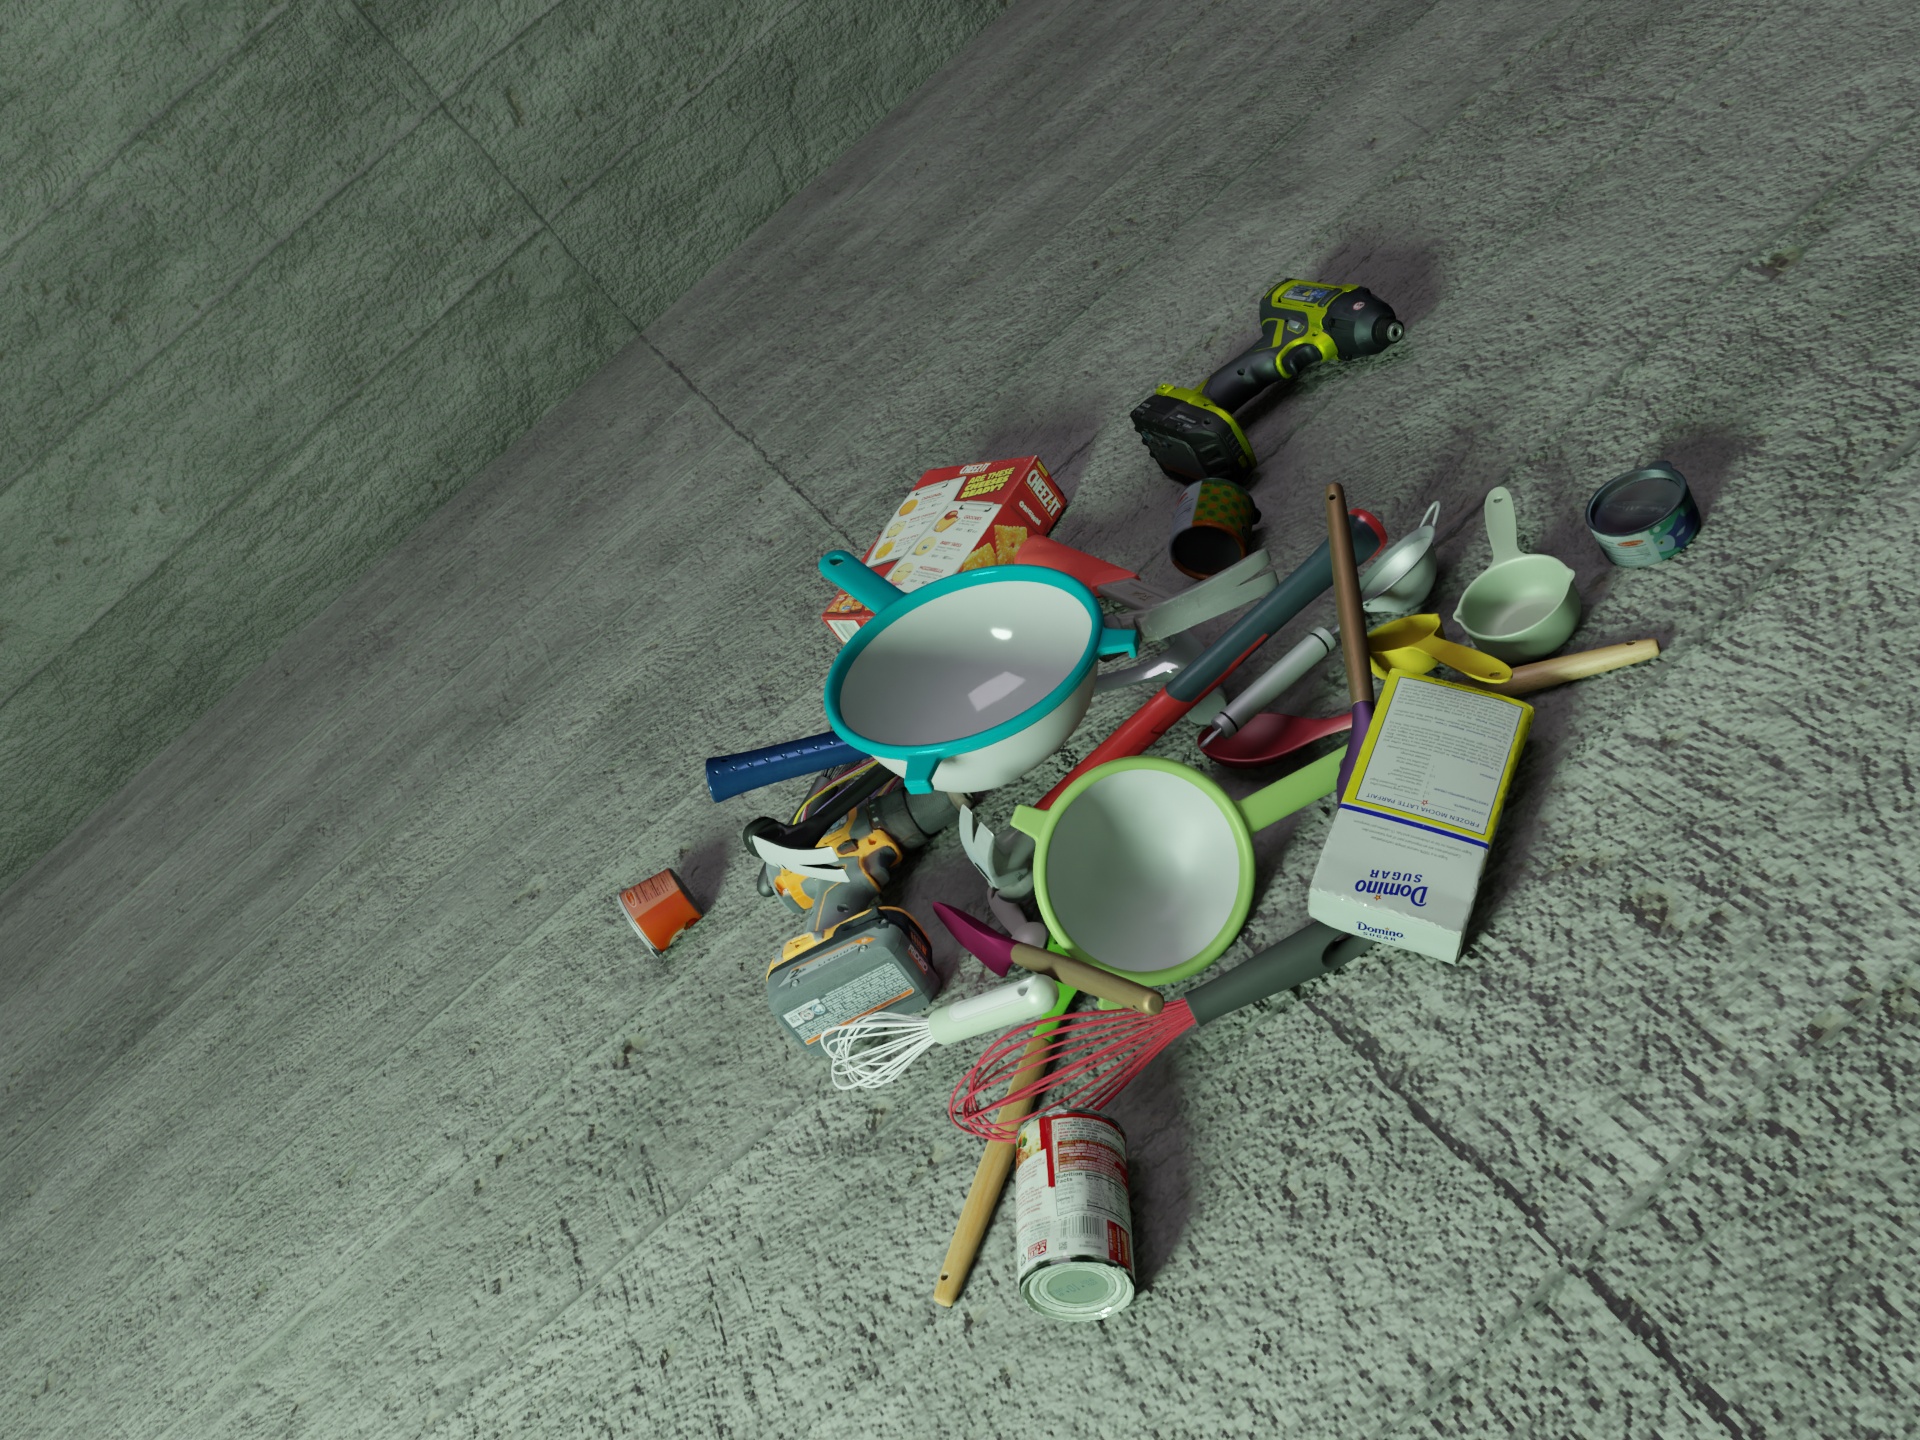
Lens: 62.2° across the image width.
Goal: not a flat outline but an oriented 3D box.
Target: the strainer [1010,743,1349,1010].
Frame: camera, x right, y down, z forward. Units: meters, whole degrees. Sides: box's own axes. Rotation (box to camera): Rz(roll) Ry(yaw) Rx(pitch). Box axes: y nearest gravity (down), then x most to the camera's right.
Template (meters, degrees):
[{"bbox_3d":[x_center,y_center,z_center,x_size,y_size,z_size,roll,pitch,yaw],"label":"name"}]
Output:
[{"bbox_3d":[0.163,0.077,1.080,0.256,0.151,0.069,-26,1,-11],"label":"strainer"}]

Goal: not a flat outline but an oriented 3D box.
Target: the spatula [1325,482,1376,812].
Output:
[{"bbox_3d":[0.273,-0.033,1.080,0.060,0.018,0.316,-16,56,26],"label":"spatula"}]

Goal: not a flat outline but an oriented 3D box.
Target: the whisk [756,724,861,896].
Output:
[{"bbox_3d":[-0.123,0.056,1.442,0.055,0.055,0.239,0,54,47],"label":"whisk"}]

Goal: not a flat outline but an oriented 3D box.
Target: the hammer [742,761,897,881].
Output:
[{"bbox_3d":[-0.024,0.014,1.319,0.337,0.034,0.127,-40,28,-27],"label":"hammer"}]

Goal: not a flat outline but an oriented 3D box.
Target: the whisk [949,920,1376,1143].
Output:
[{"bbox_3d":[0.126,0.188,0.990,0.296,0.073,0.073,-27,33,6],"label":"whisk"}]

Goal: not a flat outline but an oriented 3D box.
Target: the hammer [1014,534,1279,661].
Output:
[{"bbox_3d":[0.126,-0.122,1.334,0.149,0.036,0.359,-24,18,-8],"label":"hammer"}]

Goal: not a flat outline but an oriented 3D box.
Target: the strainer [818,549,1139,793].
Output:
[{"bbox_3d":[-0.017,-0.041,1.212,0.211,0.095,0.341,-33,36,-13],"label":"strainer"}]

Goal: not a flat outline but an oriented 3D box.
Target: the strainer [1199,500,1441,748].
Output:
[{"bbox_3d":[0.268,-0.061,1.148,0.258,0.050,0.087,-40,5,-10],"label":"strainer"}]

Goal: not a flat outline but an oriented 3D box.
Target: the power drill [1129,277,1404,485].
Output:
[{"bbox_3d":[0.278,-0.309,1.433,0.223,0.080,0.171,-41,31,-6],"label":"power drill"}]

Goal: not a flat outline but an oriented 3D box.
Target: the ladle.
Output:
[{"bbox_3d":[0.309,-0.011,1.081,0.315,0.031,0.069,-15,23,32],"label":"ladle"}]

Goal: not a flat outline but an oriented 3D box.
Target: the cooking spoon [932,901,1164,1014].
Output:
[{"bbox_3d":[0.051,0.158,1.051,0.017,0.068,0.319,-41,16,-16],"label":"cooking spoon"}]

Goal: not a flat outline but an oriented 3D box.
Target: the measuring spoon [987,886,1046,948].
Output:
[{"bbox_3d":[0.034,0.145,1.172,0.034,0.018,0.124,-62,21,8],"label":"measuring spoon"}]

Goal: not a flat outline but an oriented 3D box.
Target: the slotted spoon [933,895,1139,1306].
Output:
[{"bbox_3d":[0.047,0.237,1.059,0.070,0.031,0.314,-7,46,42],"label":"slotted spoon"}]

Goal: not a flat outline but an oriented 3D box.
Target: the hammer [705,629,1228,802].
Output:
[{"bbox_3d":[-0.002,-0.004,1.263,0.405,0.035,0.144,-14,35,2],"label":"hammer"}]

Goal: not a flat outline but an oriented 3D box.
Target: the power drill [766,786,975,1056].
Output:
[{"bbox_3d":[-0.067,0.137,1.254,0.185,0.084,0.226,-28,29,12],"label":"power drill"}]

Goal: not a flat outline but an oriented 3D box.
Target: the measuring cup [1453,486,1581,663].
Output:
[{"bbox_3d":[0.385,-0.103,1.103,0.083,0.038,0.168,-22,35,28],"label":"measuring cup"}]

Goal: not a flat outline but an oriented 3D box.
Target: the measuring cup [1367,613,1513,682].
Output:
[{"bbox_3d":[0.324,-0.037,1.066,0.062,0.029,0.157,-27,21,-7],"label":"measuring cup"}]

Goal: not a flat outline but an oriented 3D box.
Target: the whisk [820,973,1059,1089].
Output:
[{"bbox_3d":[-0.018,0.209,1.083,0.246,0.059,0.058,-29,26,46],"label":"whisk"}]

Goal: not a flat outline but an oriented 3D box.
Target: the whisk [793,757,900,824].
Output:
[{"bbox_3d":[-0.050,0.028,1.397,0.245,0.047,0.051,-41,9,-7],"label":"whisk"}]

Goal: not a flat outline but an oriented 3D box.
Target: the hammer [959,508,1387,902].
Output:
[{"bbox_3d":[0.157,-0.025,1.133,0.386,0.143,0.038,-42,65,-7],"label":"hammer"}]
